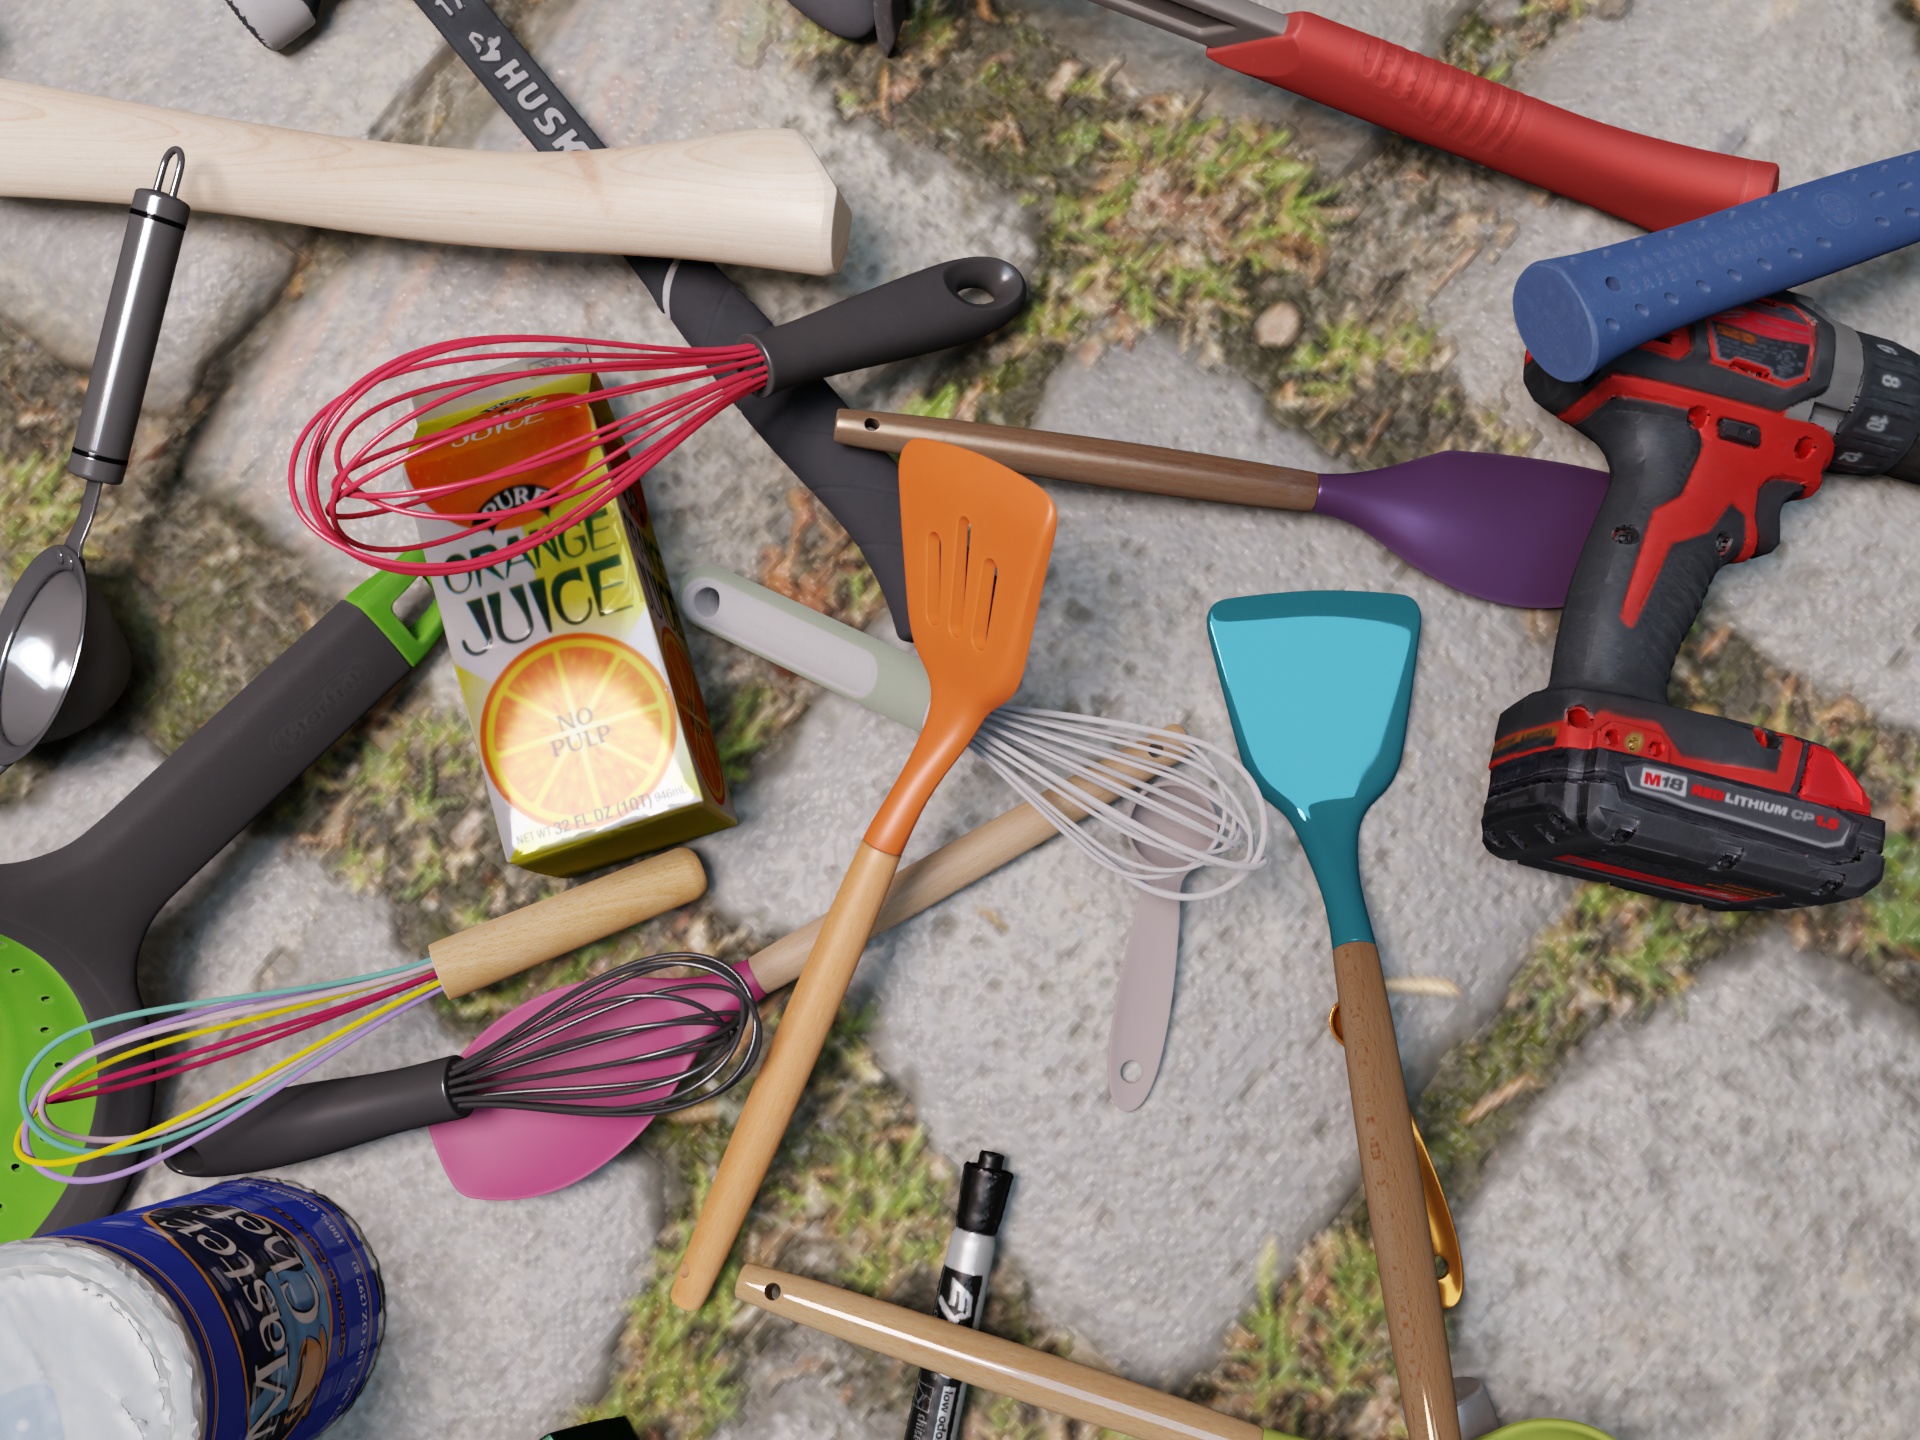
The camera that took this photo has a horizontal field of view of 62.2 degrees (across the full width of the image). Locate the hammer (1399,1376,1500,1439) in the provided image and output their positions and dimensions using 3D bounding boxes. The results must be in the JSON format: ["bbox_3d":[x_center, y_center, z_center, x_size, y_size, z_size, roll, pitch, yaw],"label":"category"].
[{"bbox_3d":[0.053,0.350,0.545,0.331,0.031,0.130,-21,81,-1],"label":"hammer"}]

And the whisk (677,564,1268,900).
[{"bbox_3d":[-0.001,-0.002,0.582,0.246,0.059,0.057,25,105,16],"label":"whisk"}]

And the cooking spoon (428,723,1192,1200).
[{"bbox_3d":[-0.053,0.084,0.595,0.319,0.017,0.069,-29,71,-3],"label":"cooking spoon"}]

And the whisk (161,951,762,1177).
[{"bbox_3d":[-0.182,0.129,0.568,0.239,0.055,0.055,-15,81,10],"label":"whisk"}]

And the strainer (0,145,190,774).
[{"bbox_3d":[-0.322,-0.087,0.596,0.087,0.050,0.258,23,99,41],"label":"strainer"}]

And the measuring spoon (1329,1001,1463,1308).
[{"bbox_3d":[0.160,0.157,0.584,0.021,0.011,0.117,-18,85,0],"label":"measuring spoon"}]

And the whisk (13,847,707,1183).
[{"bbox_3d":[-0.209,0.096,0.568,0.245,0.047,0.051,-21,93,-17],"label":"whisk"}]

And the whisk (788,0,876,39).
[{"bbox_3d":[-0.139,-0.380,0.642,0.284,0.070,0.070,43,85,-3],"label":"whisk"}]

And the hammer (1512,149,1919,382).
[{"bbox_3d":[0.375,-0.205,0.577,0.405,0.035,0.144,-20,80,-15],"label":"hammer"}]

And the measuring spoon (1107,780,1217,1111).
[{"bbox_3d":[0.071,0.084,0.597,0.034,0.018,0.124,10,88,1],"label":"measuring spoon"}]

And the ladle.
[{"bbox_3d":[0.073,0.233,0.524,0.320,0.062,0.078,14,71,11],"label":"ladle"}]

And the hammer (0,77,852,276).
[{"bbox_3d":[-0.246,-0.197,0.607,0.410,0.038,0.146,8,93,8],"label":"hammer"}]

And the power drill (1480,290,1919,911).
[{"bbox_3d":[0.290,-0.048,0.577,0.188,0.080,0.227,13,78,-6],"label":"power drill"}]

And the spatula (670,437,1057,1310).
[{"bbox_3d":[-0.043,0.064,0.551,0.081,0.041,0.322,31,102,44],"label":"spatula"}]

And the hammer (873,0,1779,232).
[{"bbox_3d":[0.143,-0.245,0.609,0.359,0.149,0.037,18,83,-7],"label":"hammer"}]

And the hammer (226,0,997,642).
[{"bbox_3d":[-0.119,-0.192,0.633,0.149,0.036,0.409,-39,83,-5],"label":"hammer"}]

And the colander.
[{"bbox_3d":[-0.346,0.072,0.568,0.095,0.204,0.397,23,62,39],"label":"colander"}]

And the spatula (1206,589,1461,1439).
[{"bbox_3d":[0.141,0.099,0.548,0.082,0.044,0.318,-1,61,-2],"label":"spatula"}]

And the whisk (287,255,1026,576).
[{"bbox_3d":[-0.088,-0.118,0.555,0.296,0.073,0.073,-27,80,-33],"label":"whisk"}]

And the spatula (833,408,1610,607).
[{"bbox_3d":[0.109,-0.088,0.604,0.316,0.018,0.060,8,82,-4],"label":"spatula"}]
